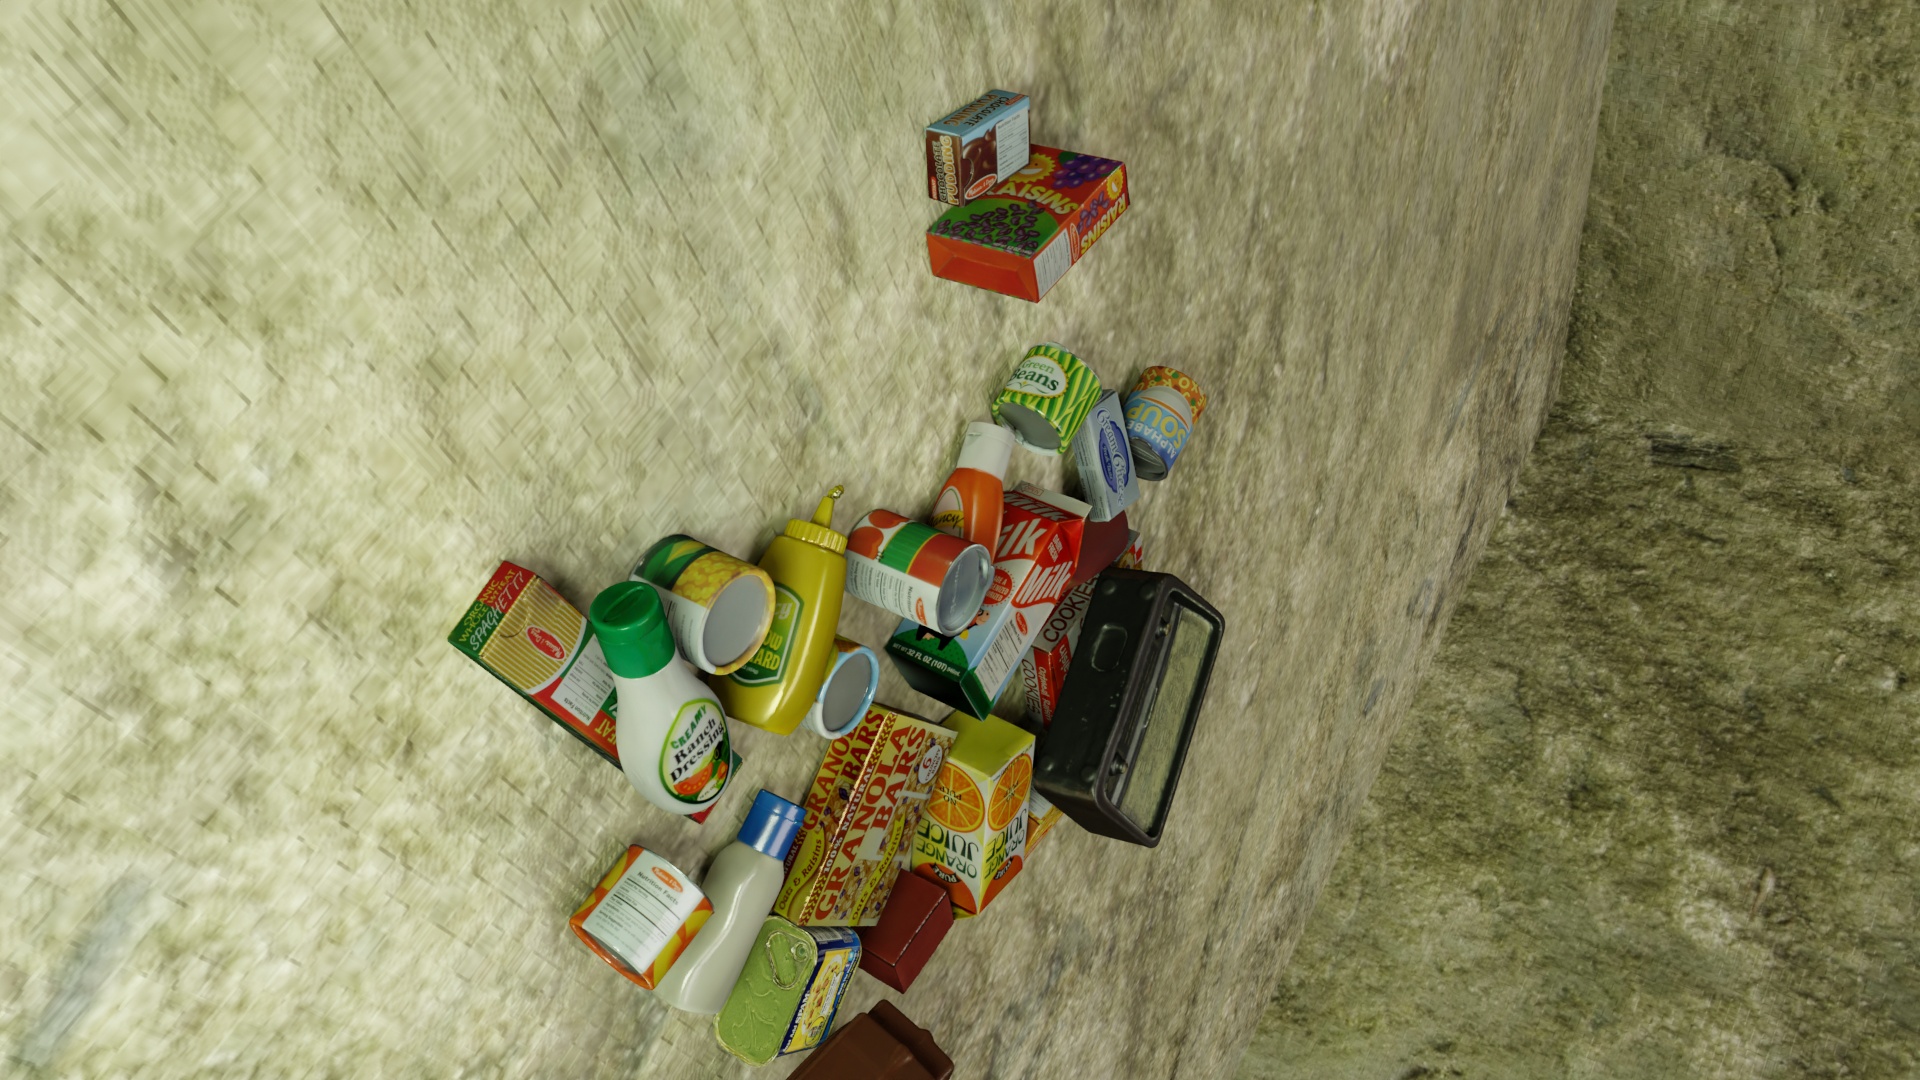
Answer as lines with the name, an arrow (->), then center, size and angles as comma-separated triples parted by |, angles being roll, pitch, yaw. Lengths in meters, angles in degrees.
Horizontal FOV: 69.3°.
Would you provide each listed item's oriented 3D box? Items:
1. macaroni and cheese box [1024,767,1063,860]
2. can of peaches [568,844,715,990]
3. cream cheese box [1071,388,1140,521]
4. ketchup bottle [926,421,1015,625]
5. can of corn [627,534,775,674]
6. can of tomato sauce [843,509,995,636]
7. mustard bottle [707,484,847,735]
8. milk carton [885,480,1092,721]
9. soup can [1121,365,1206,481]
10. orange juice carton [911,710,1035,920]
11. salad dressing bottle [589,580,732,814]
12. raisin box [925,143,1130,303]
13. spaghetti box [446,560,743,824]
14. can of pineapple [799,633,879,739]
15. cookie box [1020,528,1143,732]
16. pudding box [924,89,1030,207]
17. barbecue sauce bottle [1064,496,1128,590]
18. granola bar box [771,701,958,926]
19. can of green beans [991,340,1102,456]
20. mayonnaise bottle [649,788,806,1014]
macaroni and cheese box -> 0.086, 0.237, 1.307 | 0.167, 0.040, 0.123 | -40, 161, -42
can of peaches -> -0.191, 0.227, 0.834 | 0.058, 0.071, 0.071 | -52, 147, -30
cream cheese box -> 0.123, -0.073, 1.196 | 0.053, 0.024, 0.103 | -36, 119, -44
ketchup bottle -> 0.004, -0.013, 1.024 | 0.043, 0.064, 0.149 | 25, 76, -38
can of corn -> -0.146, 0.035, 0.794 | 0.071, 0.058, 0.070 | -39, 140, -43
can of tomato sauce -> -0.030, 0.020, 0.961 | 0.071, 0.083, 0.070 | -39, 139, -43
mustard bottle -> -0.106, 0.038, 0.867 | 0.048, 0.065, 0.160 | 36, 71, -66
milk carton -> 0.028, 0.036, 1.085 | 0.191, 0.072, 0.073 | -57, 149, -20
soup can -> 0.176, -0.107, 1.251 | 0.084, 0.071, 0.071 | -59, 150, -20
orange juice carton -> 0.009, 0.245, 1.184 | 0.072, 0.073, 0.191 | -34, 136, -47
salad dressing bottle -> -0.163, 0.086, 0.751 | 0.064, 0.044, 0.146 | -47, 144, -35
raisin box -> 0.047, -0.217, 0.938 | 0.124, 0.086, 0.040 | -50, 144, -32
spaghetti box -> -0.194, 0.094, 0.780 | 0.050, 0.029, 0.249 | -59, 150, -19
can of pineapple -> -0.094, 0.090, 0.920 | 0.071, 0.058, 0.070 | -38, 139, -44
cookie box -> 0.117, 0.083, 1.302 | 0.168, 0.040, 0.122 | -49, 145, -33
pudding box -> 0.013, -0.258, 0.910 | 0.084, 0.030, 0.049 | -43, 143, -39
barbecue sauce bottle -> 0.092, 0.013, 1.209 | 0.149, 0.043, 0.064 | -36, 123, -44
granola bar box -> -0.074, 0.207, 1.052 | 0.124, 0.039, 0.165 | 32, 80, -62
can of green beans -> 0.066, -0.107, 1.062 | 0.058, 0.071, 0.071 | -56, 149, -22
mayonnaise bottle -> -0.153, 0.243, 0.938 | 0.148, 0.041, 0.064 | -64, 153, -12
